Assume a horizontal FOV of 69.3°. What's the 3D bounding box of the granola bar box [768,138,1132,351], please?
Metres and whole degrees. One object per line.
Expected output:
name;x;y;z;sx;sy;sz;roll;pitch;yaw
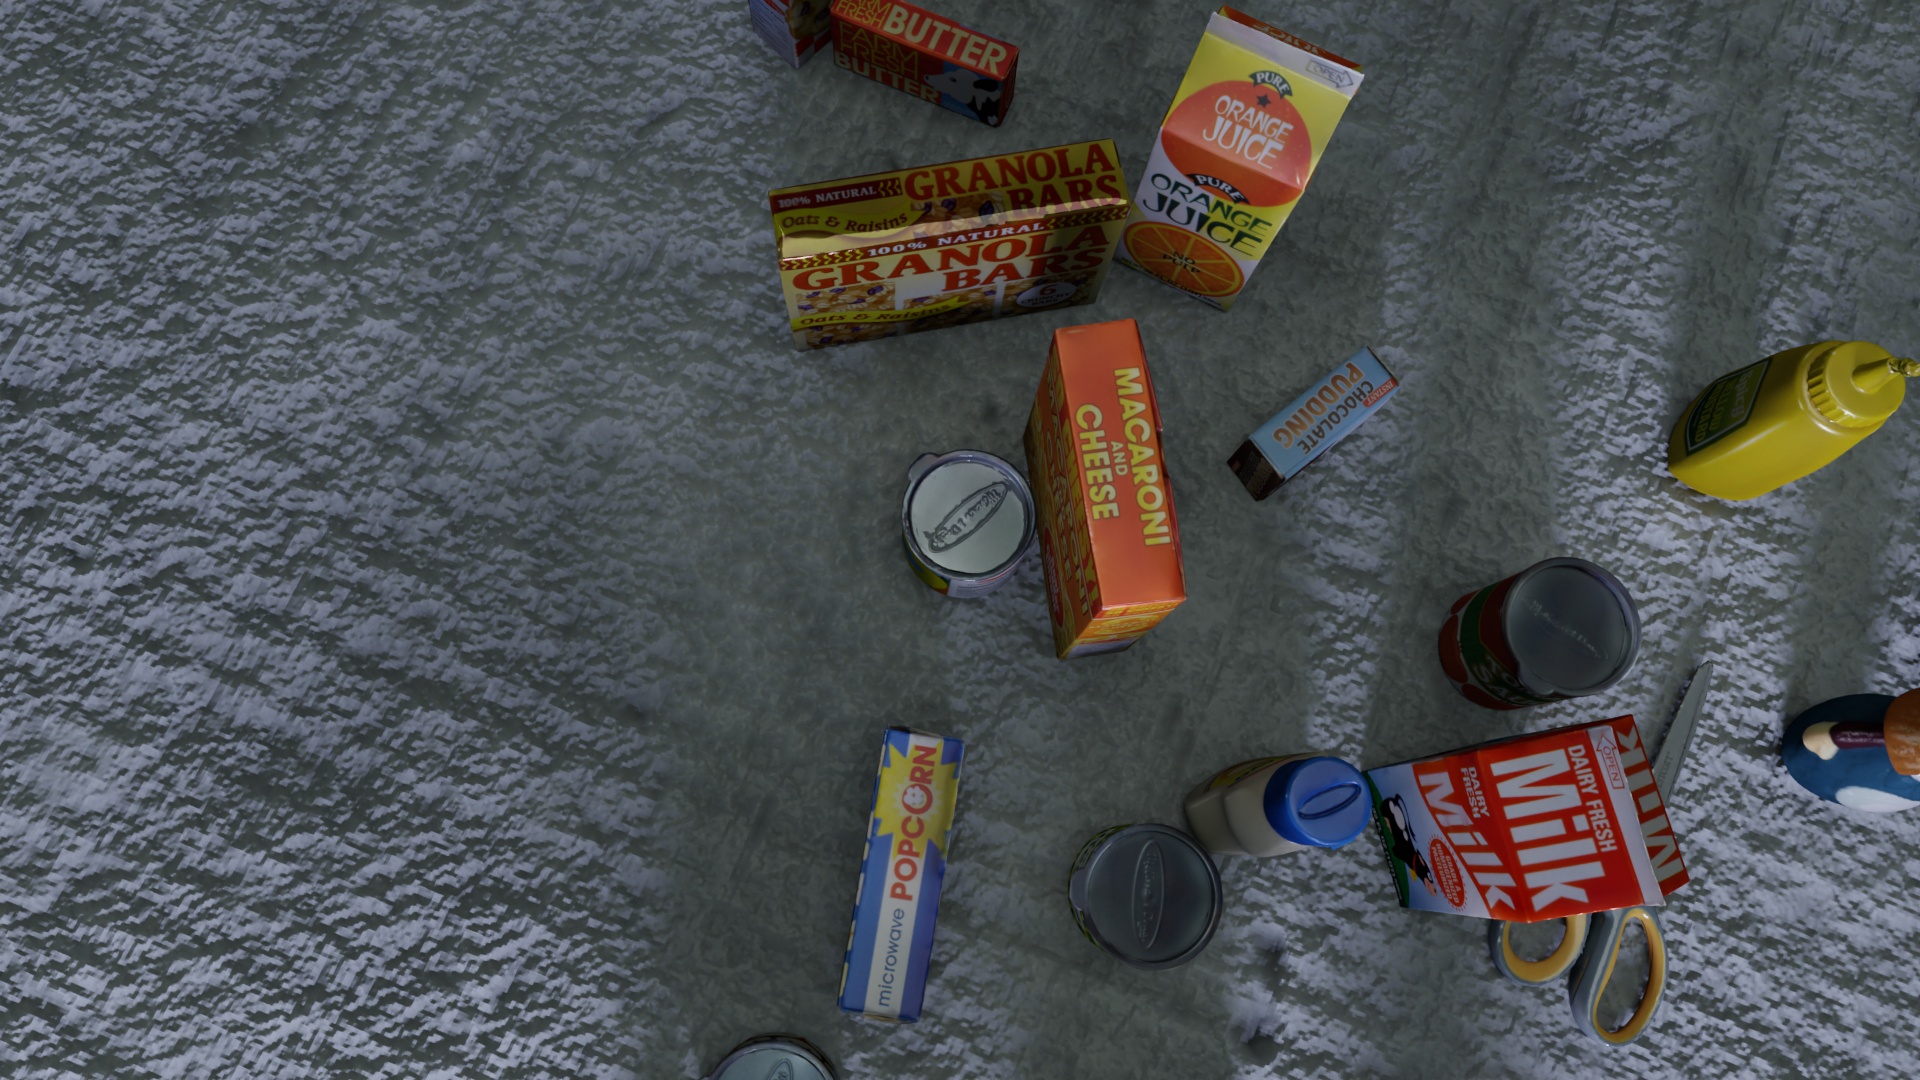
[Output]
granola bar box;-0.008;-0.146;0.697;0.166;0.124;0.039;-10;79;-5

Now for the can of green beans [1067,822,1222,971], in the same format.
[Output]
can of green beans;0.087;0.169;0.666;0.071;0.057;0.071;1;78;-3

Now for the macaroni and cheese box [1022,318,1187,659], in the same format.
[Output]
macaroni and cheese box;0.063;-0.017;0.650;0.040;0.166;0.124;-8;78;-4

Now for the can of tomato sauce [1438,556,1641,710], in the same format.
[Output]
can of tomato sauce;0.283;0.050;0.689;0.071;0.083;0.071;1;78;-3

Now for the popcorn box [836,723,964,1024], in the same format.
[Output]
popcorn box;-0.028;0.154;0.649;0.038;0.085;0.127;10;78;-1

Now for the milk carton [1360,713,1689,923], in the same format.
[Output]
milk carton;0.251;0.123;0.616;0.073;0.190;0.072;-12;79;-5

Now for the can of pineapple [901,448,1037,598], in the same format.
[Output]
can of pineapple;0.003;-0.009;0.701;0.071;0.057;0.071;1;78;-3

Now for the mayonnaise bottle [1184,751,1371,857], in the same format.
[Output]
mayonnaise bottle;0.146;0.119;0.633;0.065;0.147;0.041;-22;80;-7

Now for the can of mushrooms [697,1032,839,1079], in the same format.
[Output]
can of mushrooms;-0.090;0.265;0.648;0.071;0.033;0.071;1;78;-3

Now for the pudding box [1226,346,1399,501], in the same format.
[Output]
pudding box;0.184;-0.060;0.725;0.084;0.049;0.030;-37;82;-10

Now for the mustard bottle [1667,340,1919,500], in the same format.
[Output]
mustard bottle;0.410;-0.065;0.681;0.049;0.160;0.065;26;78;3

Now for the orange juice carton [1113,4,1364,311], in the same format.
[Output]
orange juice carton;0.134;-0.190;0.678;0.072;0.192;0.073;26;78;3

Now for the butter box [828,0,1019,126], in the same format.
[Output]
butter box;-0.021;-0.265;0.759;0.103;0.053;0.024;22;78;2

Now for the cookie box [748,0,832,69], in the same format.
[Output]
cookie box;-0.060;-0.337;0.714;0.040;0.167;0.123;43;79;6
